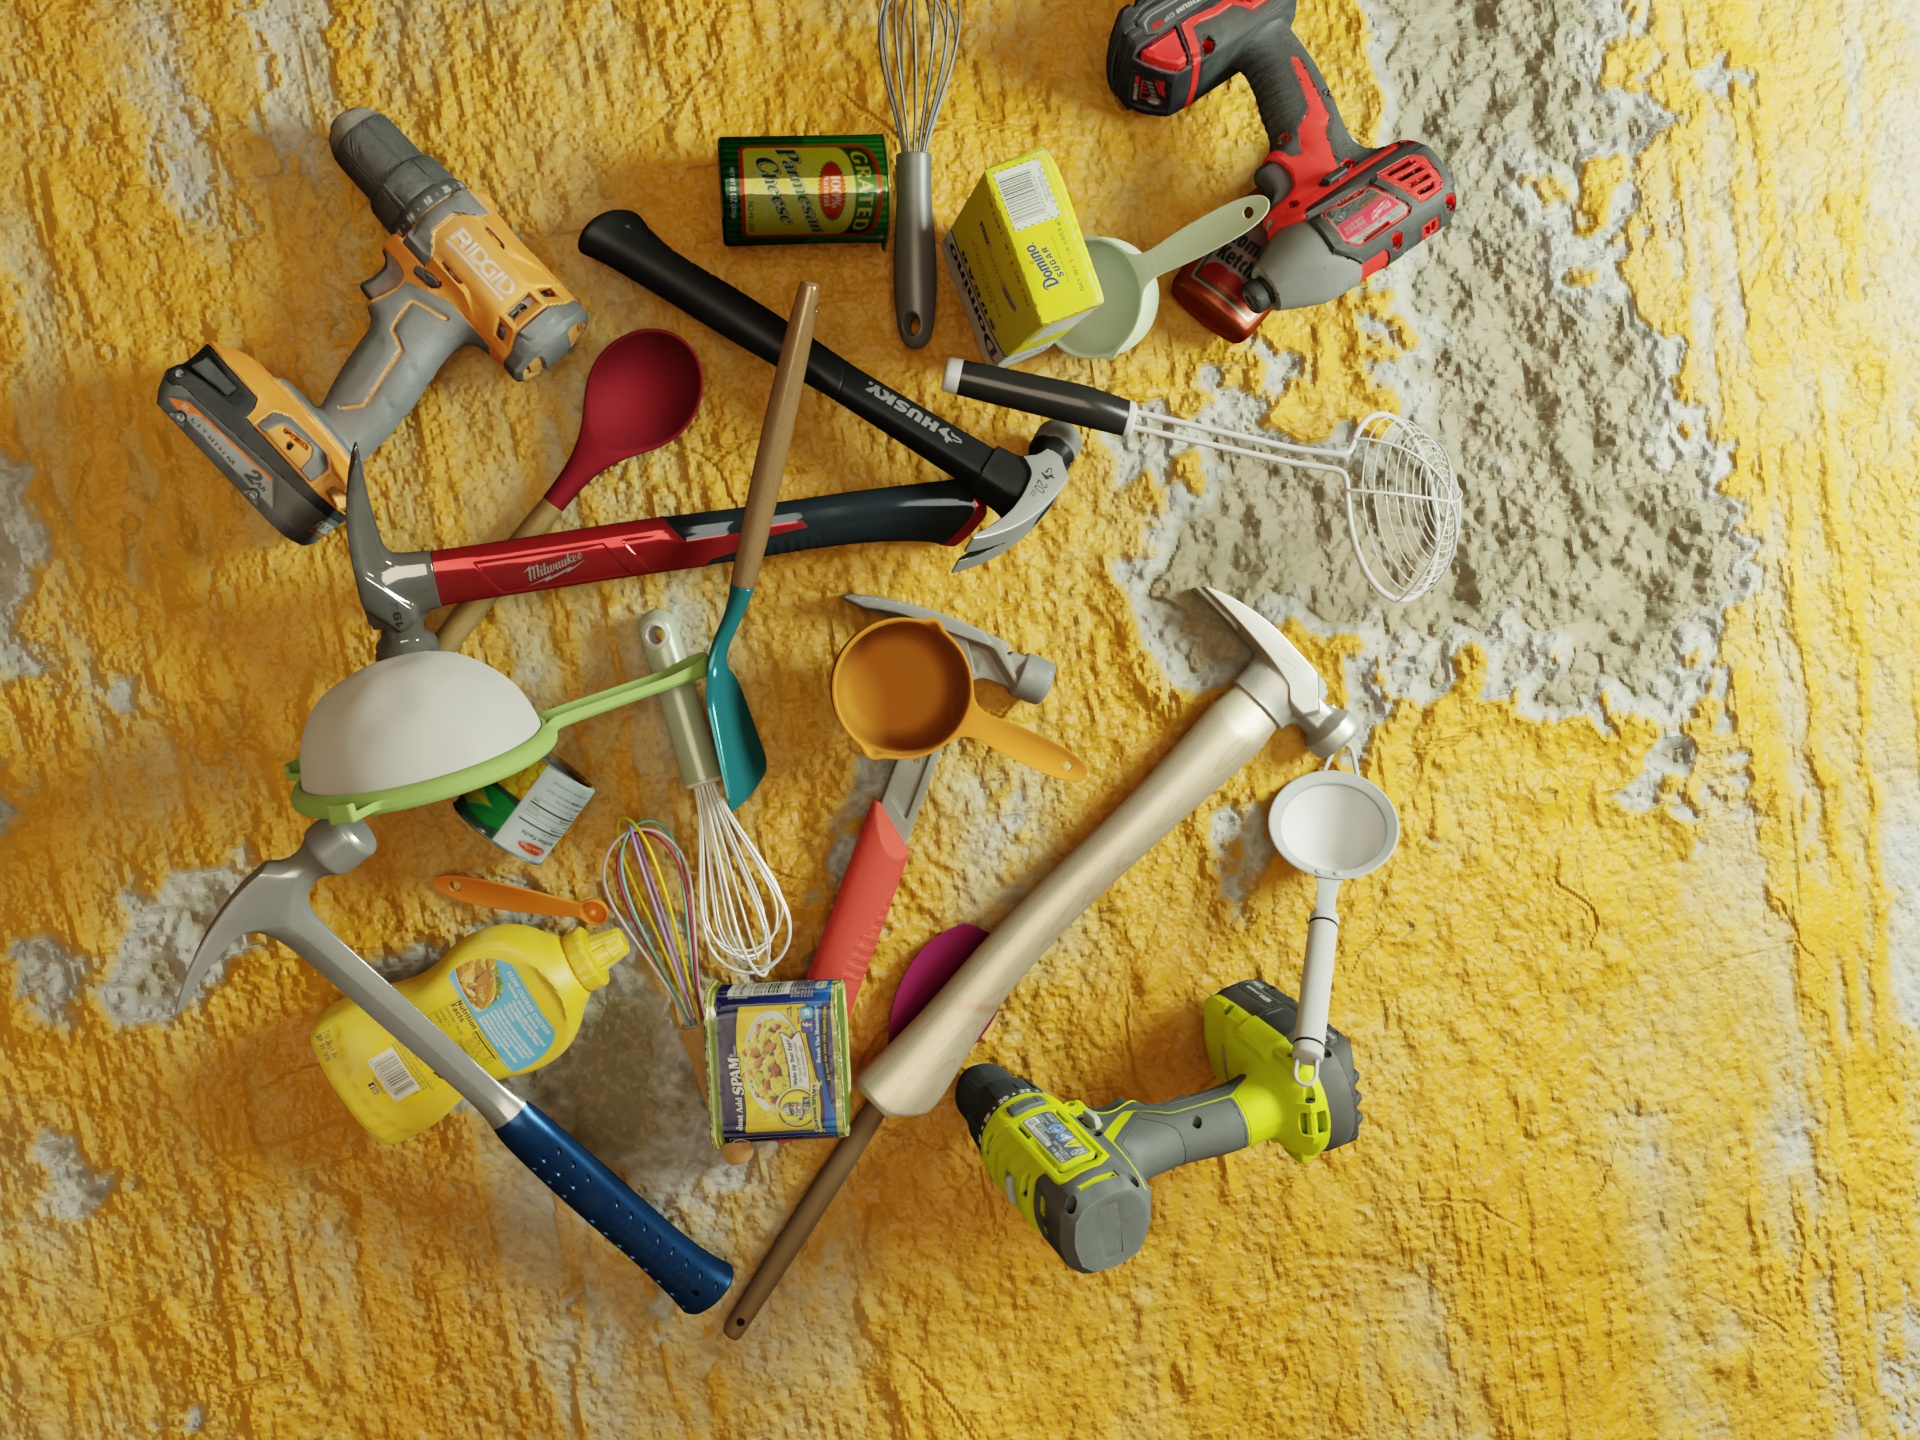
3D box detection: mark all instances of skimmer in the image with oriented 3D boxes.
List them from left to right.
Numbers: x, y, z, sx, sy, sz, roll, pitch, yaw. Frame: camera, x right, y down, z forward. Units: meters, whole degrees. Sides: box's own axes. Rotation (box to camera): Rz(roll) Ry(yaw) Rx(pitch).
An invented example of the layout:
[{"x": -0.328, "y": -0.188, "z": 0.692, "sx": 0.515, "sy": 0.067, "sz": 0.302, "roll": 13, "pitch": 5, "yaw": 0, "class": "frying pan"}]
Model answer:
[{"x": 0.162, "y": -0.170, "z": 1.040, "sx": 0.363, "sy": 0.090, "sz": 0.127, "roll": 12, "pitch": 73, "yaw": -5, "class": "skimmer"}]

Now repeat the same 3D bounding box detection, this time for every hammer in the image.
[{"x": -0.287, "y": 0.236, "z": 0.968, "sx": 0.144, "sy": 0.035, "sz": 0.405, "roll": -38, "pitch": 114, "yaw": 1, "class": "hammer"}, {"x": -0.171, "y": -0.124, "z": 0.979, "sx": 0.386, "sy": 0.038, "sz": 0.143, "roll": -11, "pitch": 123, "yaw": -14, "class": "hammer"}, {"x": -0.088, "y": -0.216, "z": 0.993, "sx": 0.334, "sy": 0.035, "sz": 0.146, "roll": 31, "pitch": 48, "yaw": -3, "class": "hammer"}, {"x": -0.067, "y": 0.101, "z": 1.044, "sx": 0.149, "sy": 0.037, "sz": 0.359, "roll": 21, "pitch": 90, "yaw": -9, "class": "hammer"}, {"x": 0.078, "y": 0.095, "z": 1.056, "sx": 0.410, "sy": 0.038, "sz": 0.146, "roll": -45, "pitch": 98, "yaw": -6, "class": "hammer"}]

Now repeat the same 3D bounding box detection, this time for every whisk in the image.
[{"x": -0.179, "y": 0.175, "z": 1.034, "sx": 0.047, "sy": 0.051, "sz": 0.245, "roll": -10, "pitch": 102, "yaw": 28, "class": "whisk"}, {"x": -0.162, "y": 0.047, "z": 1.020, "sx": 0.058, "sy": 0.059, "sz": 0.246, "roll": -17, "pitch": 90, "yaw": 8, "class": "whisk"}, {"x": -0.027, "y": -0.359, "z": 1.014, "sx": 0.055, "sy": 0.055, "sz": 0.239, "roll": -1, "pitch": 99, "yaw": -9, "class": "whisk"}]

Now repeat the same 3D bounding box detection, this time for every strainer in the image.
[{"x": -0.269, "y": -0.018, "z": 0.932, "sx": 0.256, "sy": 0.152, "sz": 0.069, "roll": -21, "pitch": 109, "yaw": -27, "class": "strainer"}, {"x": 0.236, "y": 0.126, "z": 1.039, "sx": 0.087, "sy": 0.050, "sz": 0.259, "roll": 7, "pitch": 49, "yaw": 13, "class": "strainer"}]

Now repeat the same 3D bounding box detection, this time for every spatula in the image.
[{"x": -0.115, "y": -0.103, "z": 0.960, "sx": 0.044, "sy": 0.082, "sz": 0.317, "roll": 17, "pitch": 109, "yaw": 5, "class": "spatula"}]

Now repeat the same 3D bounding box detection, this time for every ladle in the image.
[{"x": -0.272, "y": -0.115, "z": 1.003, "sx": 0.069, "sy": 0.031, "sz": 0.315, "roll": 38, "pitch": 90, "yaw": -12, "class": "ladle"}]

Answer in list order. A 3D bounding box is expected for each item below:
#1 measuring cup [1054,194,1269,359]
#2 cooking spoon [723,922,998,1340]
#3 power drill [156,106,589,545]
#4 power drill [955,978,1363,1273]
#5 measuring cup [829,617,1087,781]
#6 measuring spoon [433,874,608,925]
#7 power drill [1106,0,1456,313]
[{"x": 0.126, "y": -0.286, "z": 0.999, "sx": 0.167, "sy": 0.038, "sz": 0.083, "roll": -21, "pitch": 91, "yaw": 35, "class": "measuring cup"}, {"x": -0.068, "y": 0.276, "z": 1.065, "sx": 0.068, "sy": 0.017, "sz": 0.319, "roll": 33, "pitch": 88, "yaw": -10, "class": "cooking spoon"}, {"x": -0.366, "y": -0.239, "z": 0.955, "sx": 0.226, "sy": 0.084, "sz": 0.185, "roll": -43, "pitch": 97, "yaw": -7, "class": "power drill"}, {"x": 0.120, "y": 0.247, "z": 1.023, "sx": 0.228, "sy": 0.191, "sz": 0.080, "roll": -17, "pitch": 111, "yaw": -20, "class": "power drill"}, {"x": -0.002, "y": -0.003, "z": 1.005, "sx": 0.173, "sy": 0.052, "sz": 0.095, "roll": 25, "pitch": 89, "yaw": -11, "class": "measuring cup"}, {"x": -0.280, "y": 0.112, "z": 1.015, "sx": 0.117, "sy": 0.011, "sz": 0.021, "roll": 9, "pitch": 120, "yaw": 5, "class": "measuring spoon"}, {"x": 0.192, "y": -0.364, "z": 0.998, "sx": 0.143, "sy": 0.078, "sz": 0.220, "roll": -34, "pitch": 82, "yaw": -2, "class": "power drill"}]
